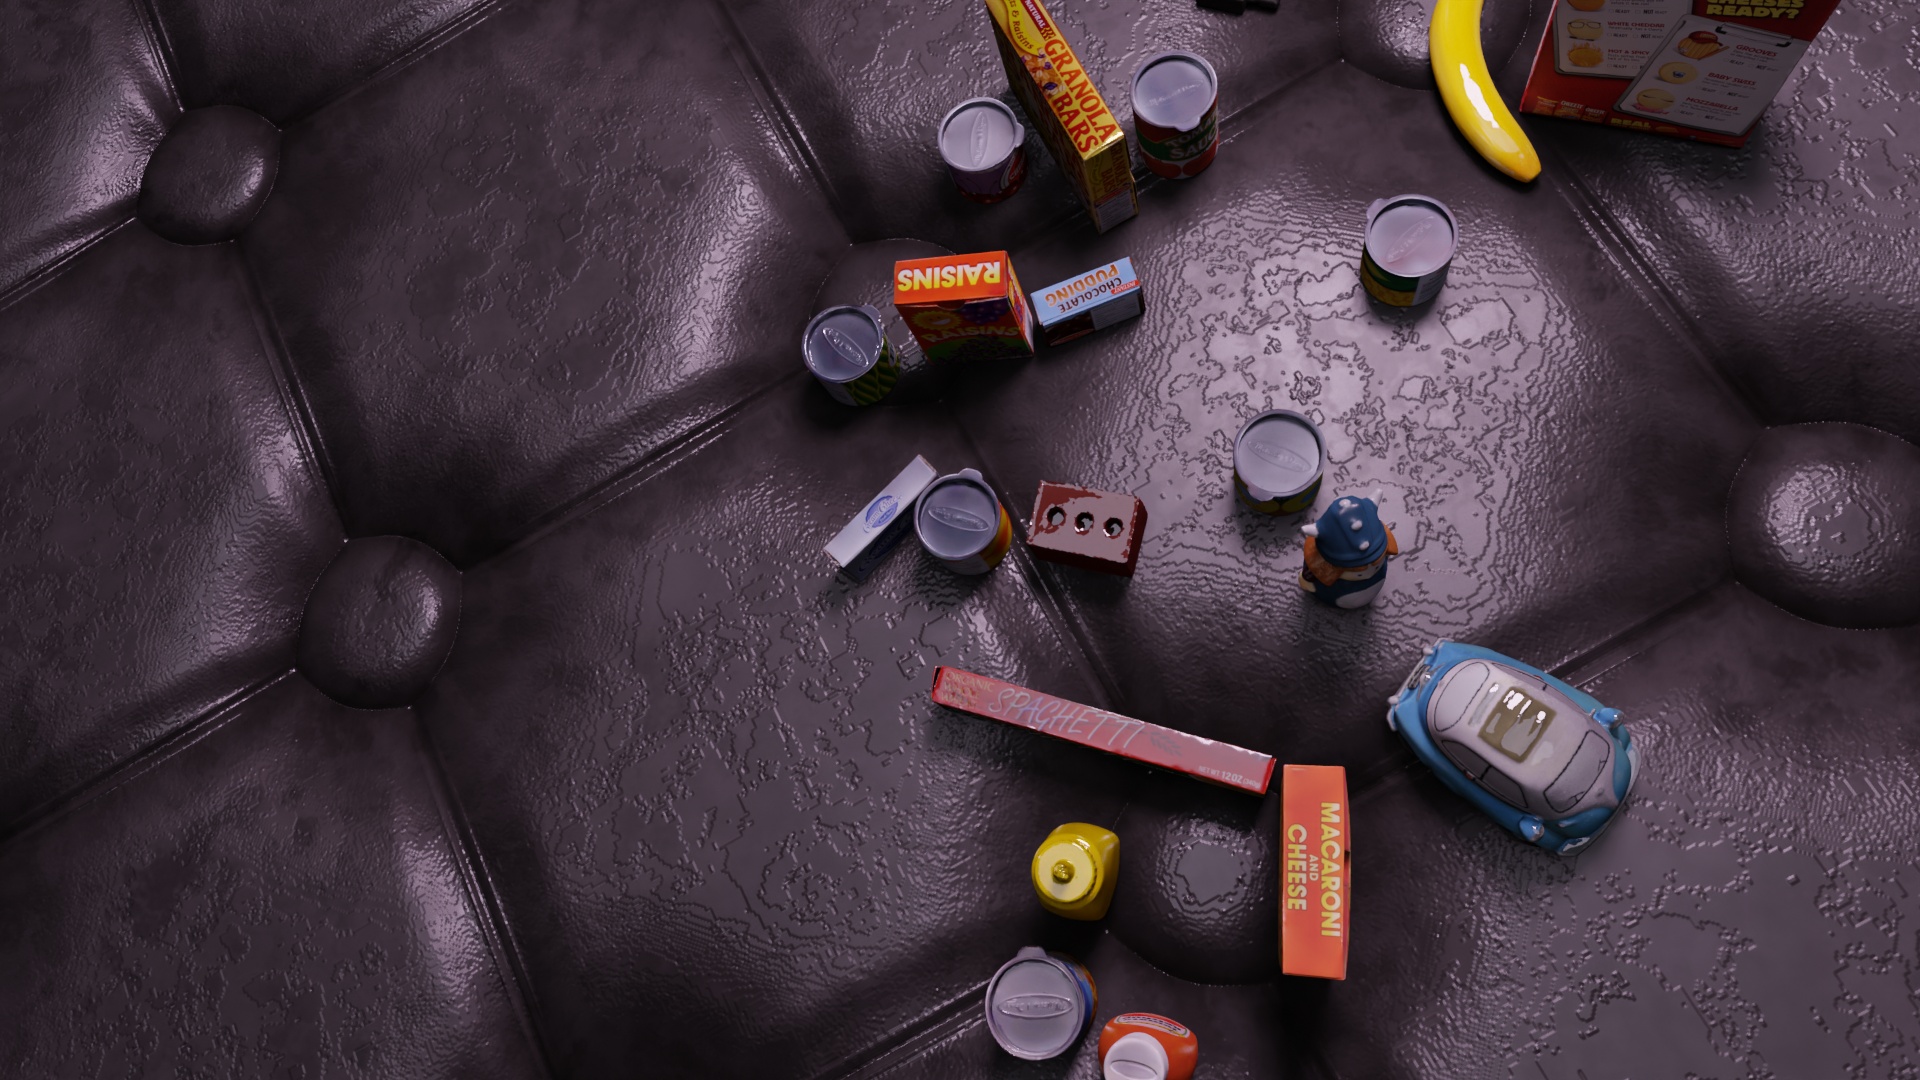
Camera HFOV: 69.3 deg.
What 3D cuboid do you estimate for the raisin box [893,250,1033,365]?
[{"bbox_3d":[0.004,-0.175,1.062,0.086,0.123,0.040,-3,75,11],"label":"raisin box"}]

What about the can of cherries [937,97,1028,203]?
[{"bbox_3d":[0.022,-0.316,1.131,0.071,0.058,0.071,-3,75,11],"label":"can of cherries"}]

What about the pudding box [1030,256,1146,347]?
[{"bbox_3d":[0.100,-0.185,1.084,0.084,0.049,0.030,-20,72,6],"label":"pudding box"}]

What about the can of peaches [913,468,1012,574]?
[{"bbox_3d":[0.004,-0.013,1.053,0.071,0.058,0.071,-3,75,11],"label":"can of peaches"}]

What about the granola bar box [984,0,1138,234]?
[{"bbox_3d":[0.081,-0.339,1.090,0.039,0.124,0.166,-29,72,4],"label":"granola bar box"}]

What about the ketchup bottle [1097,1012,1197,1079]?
[{"bbox_3d":[0.117,0.332,0.889,0.065,0.148,0.043,7,77,14],"label":"ketchup bottle"}]

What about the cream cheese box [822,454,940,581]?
[{"bbox_3d":[-0.055,-0.016,1.069,0.104,0.053,0.024,-45,72,-2],"label":"cream cheese box"}]

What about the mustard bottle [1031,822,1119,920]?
[{"bbox_3d":[0.075,0.219,0.922,0.049,0.160,0.065,9,78,14],"label":"mustard bottle"}]

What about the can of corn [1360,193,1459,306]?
[{"bbox_3d":[0.333,-0.218,1.040,0.071,0.058,0.071,-3,75,11],"label":"can of corn"}]

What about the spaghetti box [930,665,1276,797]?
[{"bbox_3d":[0.099,0.137,0.998,0.250,0.050,0.029,14,79,15],"label":"spaghetti box"}]

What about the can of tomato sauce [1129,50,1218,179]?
[{"bbox_3d":[0.170,-0.331,1.091,0.071,0.083,0.071,-3,75,11],"label":"can of tomato sauce"}]

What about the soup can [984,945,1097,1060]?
[{"bbox_3d":[0.056,0.310,0.942,0.071,0.083,0.071,-3,75,11],"label":"soup can"}]

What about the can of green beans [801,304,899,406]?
[{"bbox_3d":[-0.086,-0.147,1.108,0.071,0.057,0.071,-3,75,11],"label":"can of green beans"}]

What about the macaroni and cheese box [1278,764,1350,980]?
[{"bbox_3d":[0.225,0.212,0.890,0.040,0.166,0.124,1,76,12],"label":"macaroni and cheese box"}]

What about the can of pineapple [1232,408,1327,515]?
[{"bbox_3d":[0.232,-0.055,1.017,0.071,0.057,0.071,-3,75,11],"label":"can of pineapple"}]
